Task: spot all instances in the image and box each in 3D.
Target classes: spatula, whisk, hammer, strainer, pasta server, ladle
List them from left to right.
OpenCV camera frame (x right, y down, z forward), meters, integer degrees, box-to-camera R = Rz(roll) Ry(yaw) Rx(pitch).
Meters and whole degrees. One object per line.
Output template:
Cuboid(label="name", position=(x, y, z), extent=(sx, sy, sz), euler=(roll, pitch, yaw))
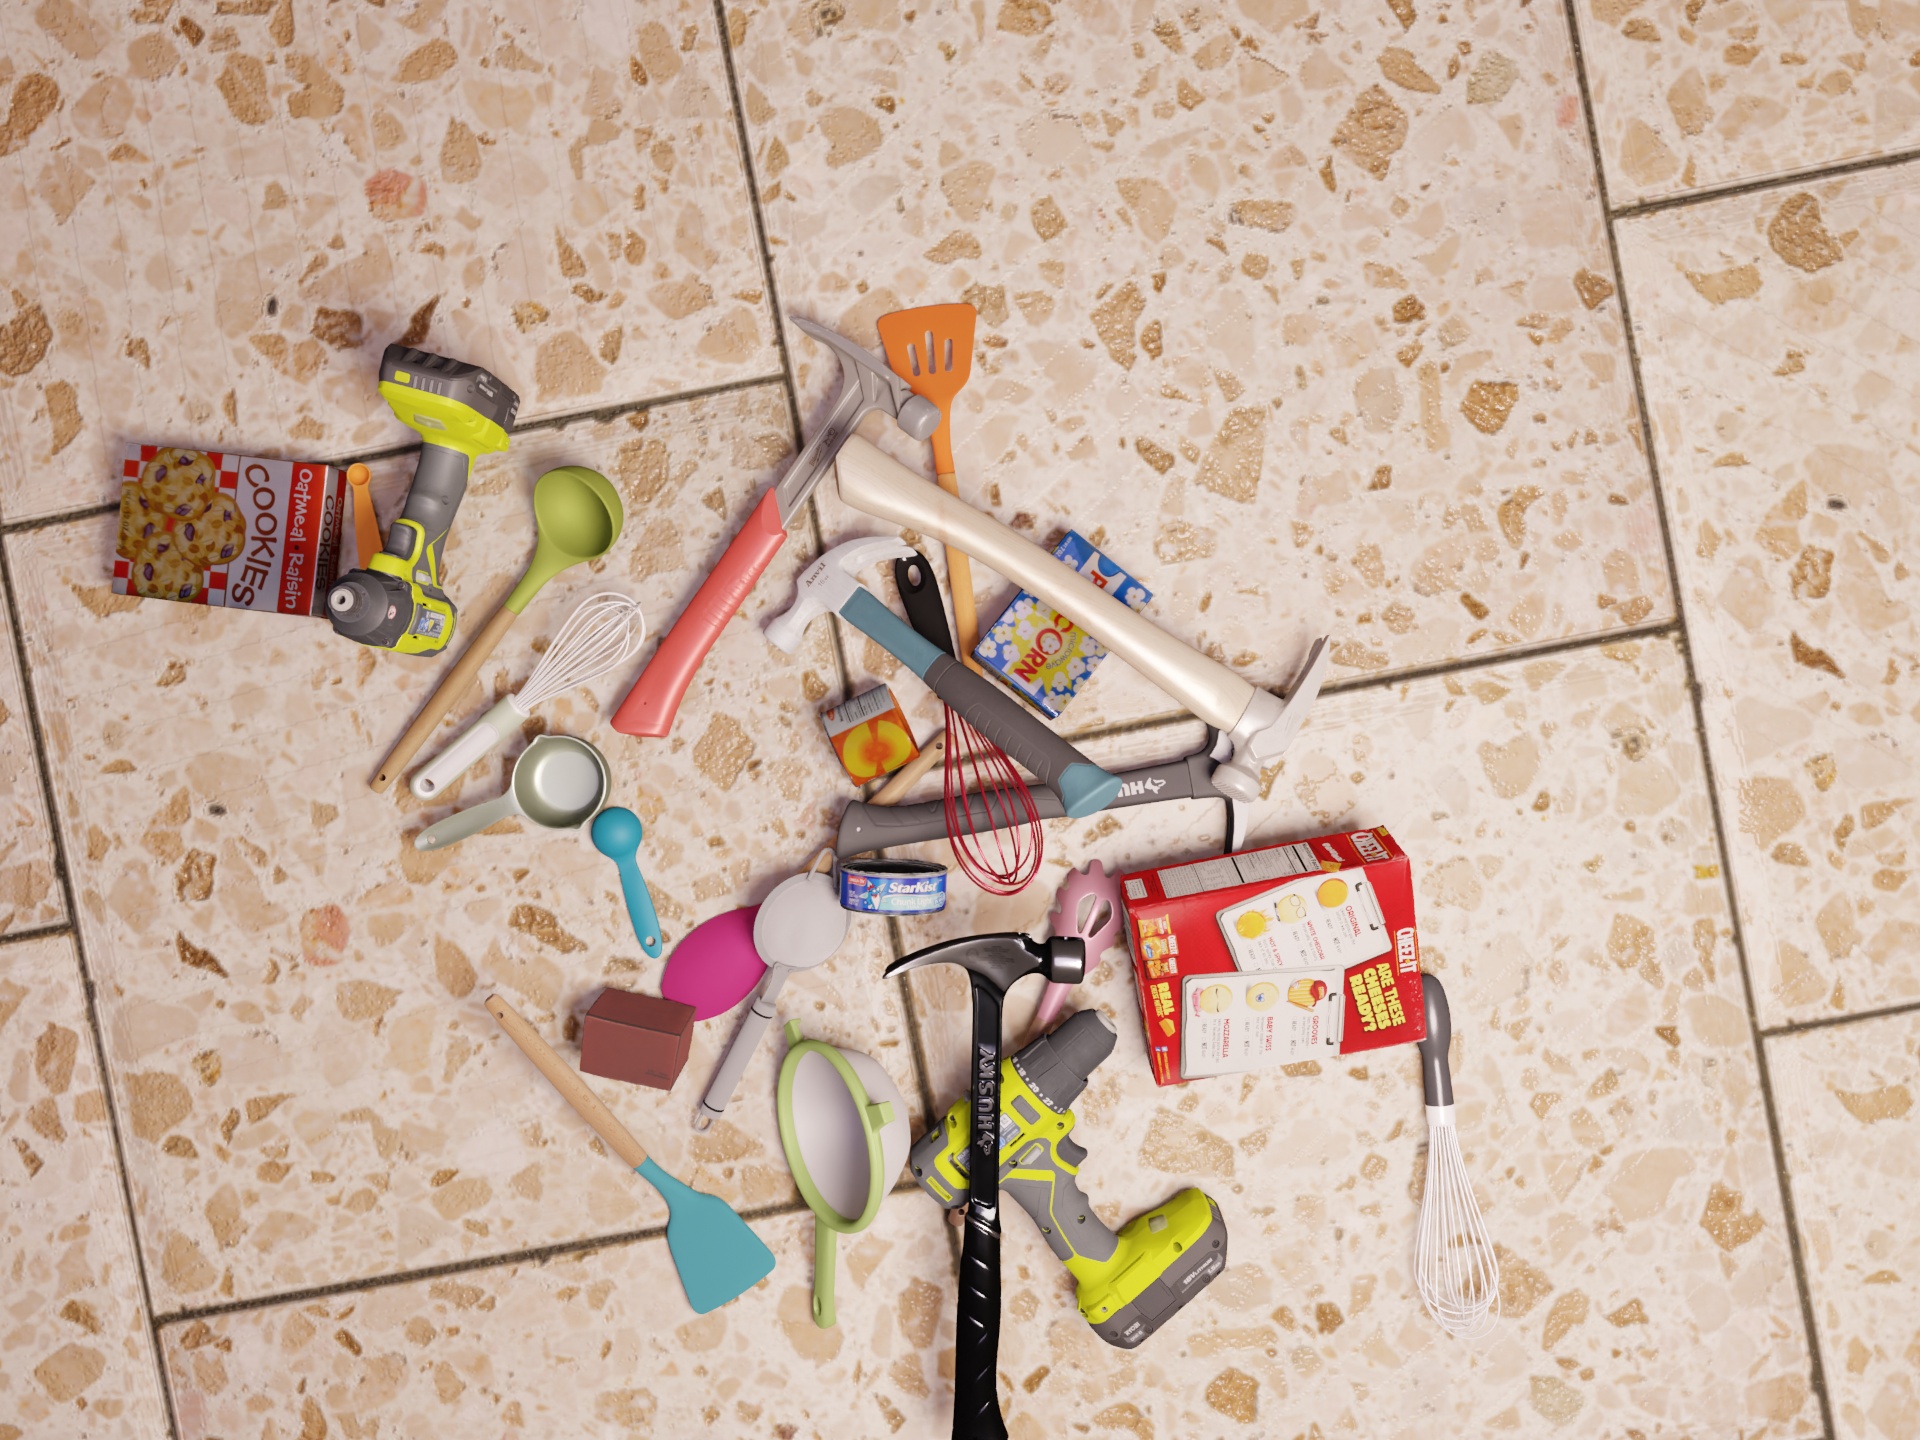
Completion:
Cuboid(label="ladle", position=(-0.380, -0.068, 1.273), extent=(0.078, 0.062, 0.320), euler=(38, 94, 1))
Cuboid(label="whisk", position=(-0.349, -0.017, 1.278), extent=(0.246, 0.059, 0.057), euler=(-39, 107, 7))
Cuboid(label="spatula", position=(-0.270, 0.336, 1.259), extent=(0.082, 0.044, 0.317), euler=(-34, 108, 8))
Cuboid(label="hammer", position=(-0.173, -0.141, 1.266), extent=(0.149, 0.036, 0.359), euler=(37, 96, 17))
Cuboid(label="strainer", position=(-0.151, 0.224, 1.273), extent=(0.086, 0.050, 0.258), euler=(21, 102, -35))
Cuboid(label="strainer", position=(-0.083, 0.367, 1.262), extent=(0.069, 0.152, 0.256), euler=(-10, 114, -34))
Cuboid(label="hammer", position=(-0.010, -0.030, 1.193), extent=(0.331, 0.033, 0.128), euler=(39, 92, 32))
Cuboid(label="spatula", position=(-0.007, -0.173, 1.277), extent=(0.081, 0.041, 0.322), euler=(-8, 95, 3))
Cuboid(label="whisk", position=(-0.002, -0.004, 1.229), extent=(0.073, 0.073, 0.296), euler=(-18, 70, 2))
Cuboid(label="hammer", position=(0.012, 0.359, 1.191), extent=(0.149, 0.036, 0.409), euler=(2, 96, 4))
Cuboid(label="pasta server", position=(0.058, 0.262, 1.281), extent=(0.060, 0.040, 0.316), euler=(23, 96, 1))
Cuboid(label="hammer", position=(0.066, 0.070, 1.259), extent=(0.334, 0.035, 0.146), euler=(-9, 87, -1))
Cuboid(label="hammer", position=(0.088, -0.104, 1.220), extent=(0.410, 0.038, 0.146), euler=(32, 81, -5))
Cuboid(label="whisk", position=(0.383, 0.344, 1.259), extent=(0.070, 0.070, 0.285), euler=(-5, 86, 2))

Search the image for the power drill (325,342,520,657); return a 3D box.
Cuboid(label="power drill", position=(-0.417, -0.163, 1.217), extent=(0.080, 0.171, 0.223), euler=(15, 88, 1))

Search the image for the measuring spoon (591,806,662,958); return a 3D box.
Cuboid(label="measuring spoon", position=(-0.267, 0.133, 1.288), extent=(0.042, 0.021, 0.128), euler=(-18, 89, 2))

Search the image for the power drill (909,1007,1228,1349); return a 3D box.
Cuboid(label="power drill", position=(0.100, 0.353, 1.240), extent=(0.190, 0.080, 0.228), euler=(-43, 95, 5))

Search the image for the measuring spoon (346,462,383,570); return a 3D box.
Cuboid(label="measuring spoon", position=(-0.482, -0.151, 1.298), extent=(0.021, 0.011, 0.117), euler=(-7, 94, 1))

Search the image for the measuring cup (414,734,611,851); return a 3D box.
Cuboid(label="measuring cup", position=(-0.360, 0.067, 1.284), extent=(0.167, 0.038, 0.083), euler=(-23, 90, 4))

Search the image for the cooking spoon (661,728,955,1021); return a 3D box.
Cuboid(label="cooking spoon", position=(-0.120, 0.122, 1.286), extent=(0.319, 0.017, 0.069), euler=(-45, 91, 2))
